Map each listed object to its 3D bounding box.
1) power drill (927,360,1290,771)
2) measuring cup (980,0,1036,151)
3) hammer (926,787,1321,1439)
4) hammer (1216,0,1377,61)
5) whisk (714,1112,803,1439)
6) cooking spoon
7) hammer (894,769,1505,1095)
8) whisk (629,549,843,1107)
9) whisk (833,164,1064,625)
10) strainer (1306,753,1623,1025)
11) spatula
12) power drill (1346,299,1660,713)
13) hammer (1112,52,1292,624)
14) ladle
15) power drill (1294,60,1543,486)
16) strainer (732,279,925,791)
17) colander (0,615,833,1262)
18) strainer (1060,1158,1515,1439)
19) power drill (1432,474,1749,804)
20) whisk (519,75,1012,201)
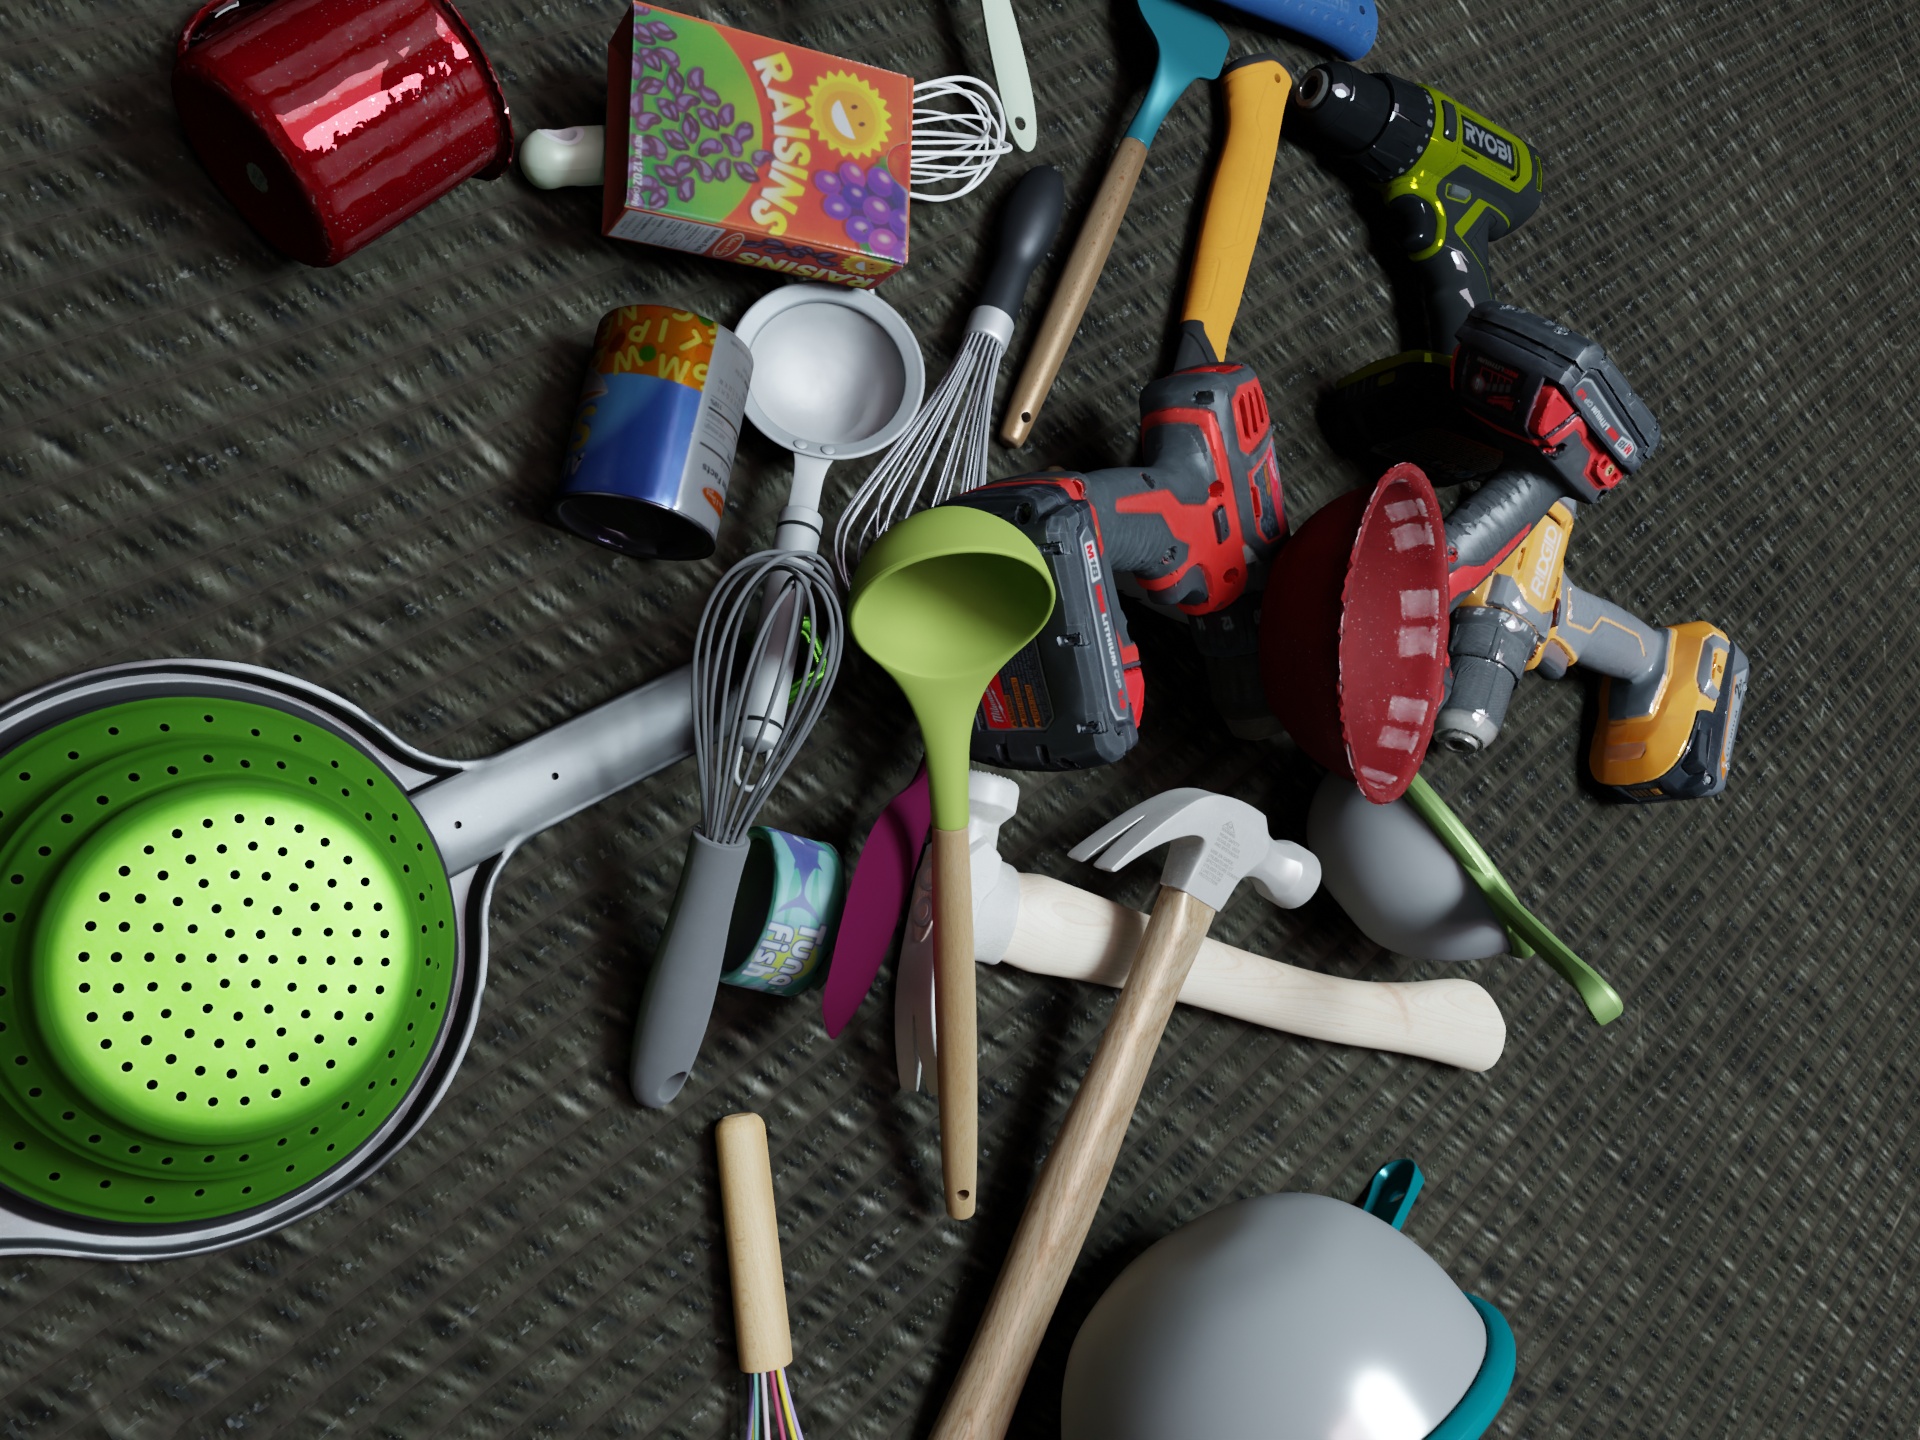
[{"bbox_3d":[0.086,-0.050,0.726,0.227,0.080,0.187,-33,115,-46],"label":"power drill"},{"bbox_3d":[0.004,-0.360,0.787,0.083,0.038,0.167,-18,97,-36],"label":"measuring cup"},{"bbox_3d":[0.059,0.185,0.722,0.130,0.031,0.331,31,78,-34],"label":"hammer"},{"bbox_3d":[0.096,-0.409,0.822,0.405,0.035,0.144,-8,82,-45],"label":"hammer"},{"bbox_3d":[-0.072,0.284,0.646,0.051,0.047,0.245,-3,83,-35],"label":"whisk"},{"bbox_3d":[-0.001,-0.002,0.714,0.068,0.017,0.319,85,23,-53],"label":"cooking spoon"},{"bbox_3d":[0.144,0.146,0.823,0.410,0.038,0.146,19,75,-33],"label":"hammer"},{"bbox_3d":[-0.093,0.046,0.605,0.055,0.055,0.239,4,111,-35],"label":"whisk"},{"bbox_3d":[0.003,-0.158,0.752,0.070,0.070,0.285,33,60,-28],"label":"whisk"},{"bbox_3d":[0.240,0.098,0.802,0.069,0.256,0.151,-37,110,5],"label":"strainer"},{"bbox_3d":[0.077,-0.277,0.839,0.082,0.044,0.318,31,72,-28],"label":"spatula"},{"bbox_3d":[0.260,-0.104,0.855,0.143,0.079,0.219,28,102,-42],"label":"power drill"},{"bbox_3d":[0.141,-0.216,0.868,0.127,0.034,0.337,25,70,-30],"label":"hammer"},{"bbox_3d":[-0.002,0.071,0.638,0.078,0.062,0.320,-4,110,-8],"label":"ladle"},{"bbox_3d":[0.274,-0.270,0.946,0.190,0.080,0.229,9,76,-36],"label":"power drill"},{"bbox_3d":[-0.069,-0.089,0.677,0.087,0.050,0.259,12,66,-8],"label":"strainer"},{"bbox_3d":[-0.184,0.043,0.562,0.397,0.094,0.204,-30,101,-34],"label":"colander"},{"bbox_3d":[0.153,0.257,0.750,0.340,0.211,0.095,-24,86,-59],"label":"strainer"},{"bbox_3d":[0.385,-0.026,0.995,0.226,0.084,0.185,33,67,-24],"label":"power drill"},{"bbox_3d":[-0.078,-0.256,0.711,0.246,0.058,0.059,-16,134,-32],"label":"whisk"}]
